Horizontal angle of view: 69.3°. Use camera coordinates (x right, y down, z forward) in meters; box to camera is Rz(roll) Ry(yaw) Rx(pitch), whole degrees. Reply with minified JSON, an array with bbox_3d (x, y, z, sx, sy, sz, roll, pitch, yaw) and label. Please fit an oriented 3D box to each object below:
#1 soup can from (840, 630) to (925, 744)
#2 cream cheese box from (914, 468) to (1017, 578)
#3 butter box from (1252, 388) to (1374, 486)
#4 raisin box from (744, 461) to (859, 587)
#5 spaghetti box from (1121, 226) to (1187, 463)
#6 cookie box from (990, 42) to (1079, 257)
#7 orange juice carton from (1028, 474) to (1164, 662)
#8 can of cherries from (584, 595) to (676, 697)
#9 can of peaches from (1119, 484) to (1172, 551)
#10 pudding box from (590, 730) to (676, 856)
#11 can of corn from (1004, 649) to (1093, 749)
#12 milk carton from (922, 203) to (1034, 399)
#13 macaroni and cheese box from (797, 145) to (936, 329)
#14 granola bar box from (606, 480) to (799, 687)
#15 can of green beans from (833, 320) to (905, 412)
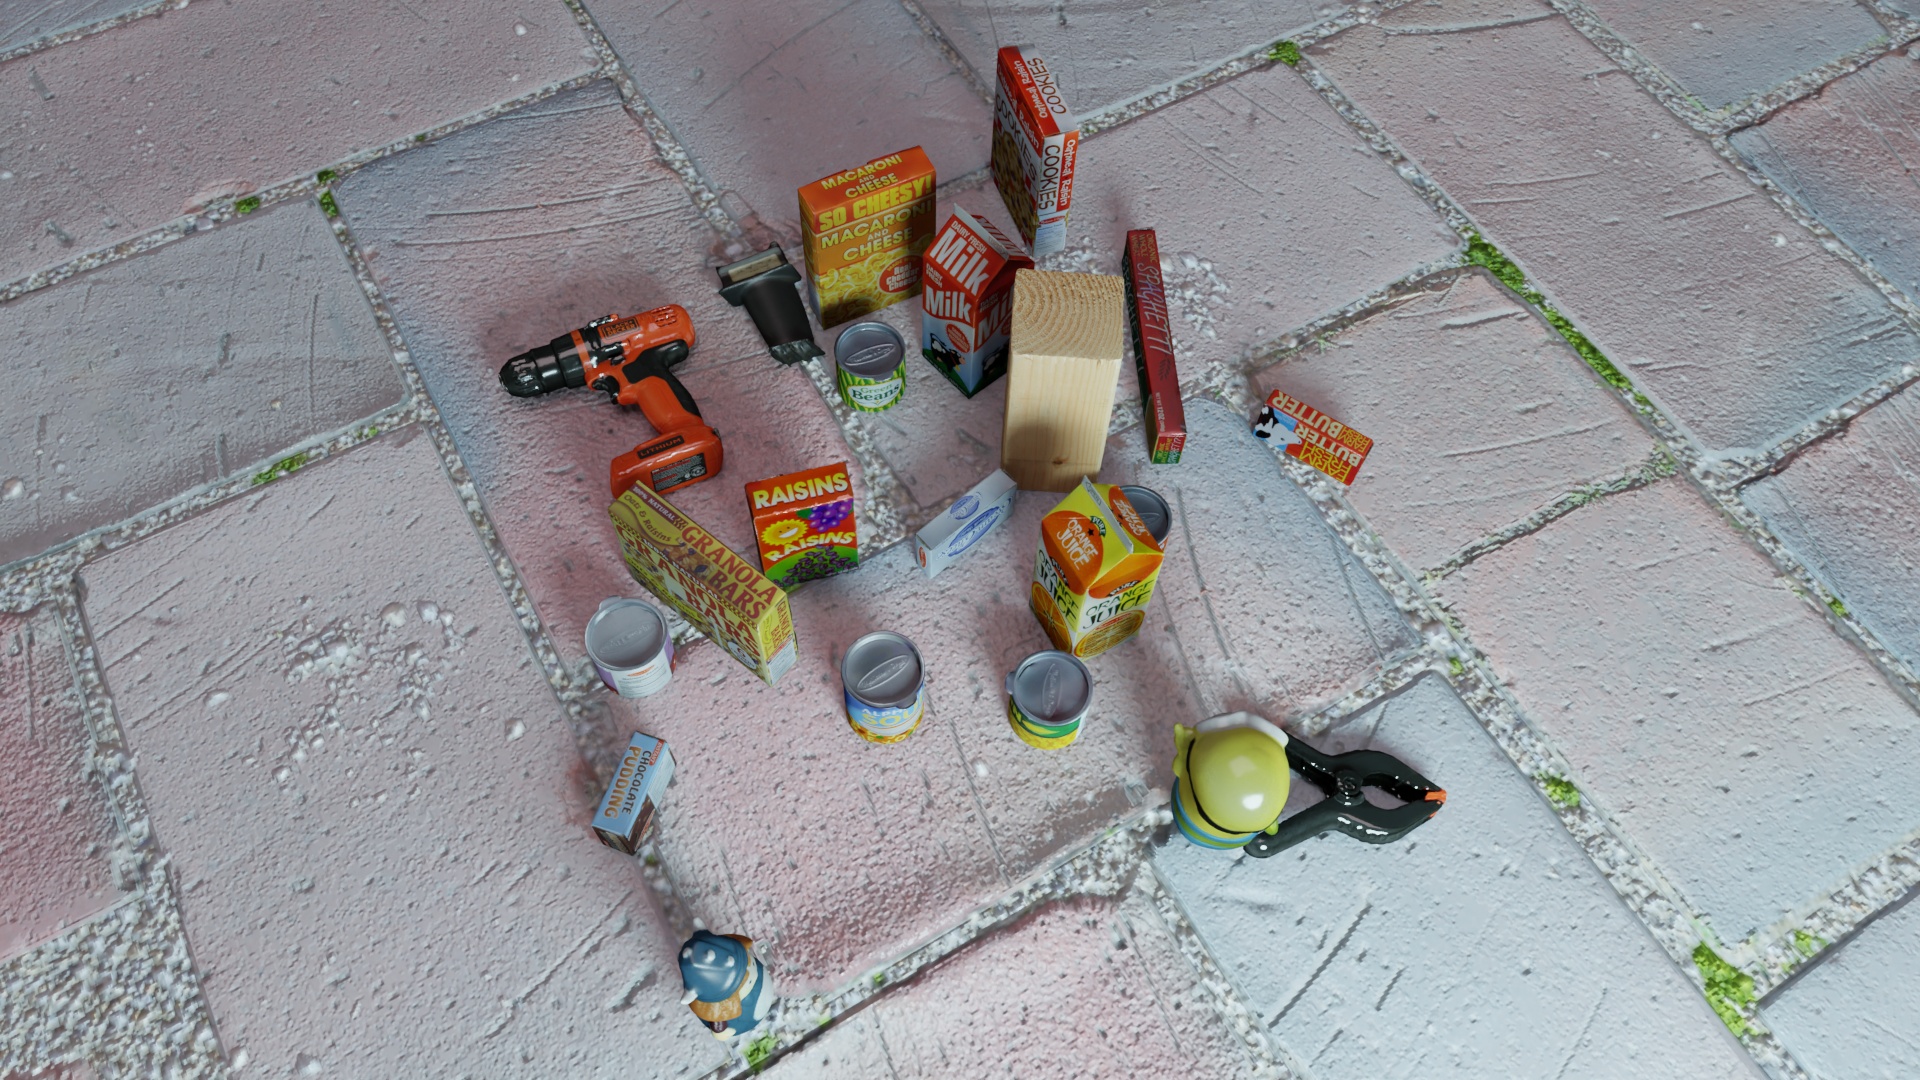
[{"bbox_3d":[-0.060,0.122,1.121,0.071,0.083,0.071,1,60,-1],"label":"soup can"},{"bbox_3d":[0.004,-0.015,1.220,0.104,0.053,0.024,-39,68,-21],"label":"cream cheese box"},{"bbox_3d":[0.323,-0.094,1.275,0.103,0.053,0.024,31,64,15],"label":"butter box"},{"bbox_3d":[-0.131,-0.011,1.173,0.086,0.122,0.040,-13,62,-9],"label":"raisin box"},{"bbox_3d":[0.184,-0.190,1.327,0.029,0.050,0.251,-2,60,-3],"label":"spaghetti box"},{"bbox_3d":[0.070,-0.382,1.366,0.040,0.166,0.123,-17,62,-11],"label":"cookie box"},{"bbox_3d":[0.109,0.023,1.121,0.073,0.191,0.072,-24,64,-14],"label":"orange juice carton"},{"bbox_3d":[-0.272,0.087,1.149,0.071,0.058,0.072,1,60,-1],"label":"can of cherries"},{"bbox_3d":[0.149,-0.004,1.215,0.071,0.057,0.071,1,60,-1],"label":"can of peaches"},{"bbox_3d":[-0.255,0.198,1.091,0.030,0.049,0.084,16,61,7],"label":"pudding box"},{"bbox_3d":[0.070,0.131,1.135,0.071,0.058,0.071,1,60,-1],"label":"can of corn"},{"bbox_3d":[0.015,-0.221,1.259,0.074,0.189,0.072,-37,68,-20],"label":"milk carton"},{"bbox_3d":[-0.086,-0.282,1.305,0.124,0.165,0.040,-24,64,-14],"label":"macaroni and cheese box"},{"bbox_3d":[-0.209,0.036,1.143,0.166,0.123,0.039,35,65,17],"label":"granola bar box"},{"bbox_3d":[-0.084,-0.162,1.298,0.071,0.057,0.071,1,60,-1],"label":"can of green beans"}]
